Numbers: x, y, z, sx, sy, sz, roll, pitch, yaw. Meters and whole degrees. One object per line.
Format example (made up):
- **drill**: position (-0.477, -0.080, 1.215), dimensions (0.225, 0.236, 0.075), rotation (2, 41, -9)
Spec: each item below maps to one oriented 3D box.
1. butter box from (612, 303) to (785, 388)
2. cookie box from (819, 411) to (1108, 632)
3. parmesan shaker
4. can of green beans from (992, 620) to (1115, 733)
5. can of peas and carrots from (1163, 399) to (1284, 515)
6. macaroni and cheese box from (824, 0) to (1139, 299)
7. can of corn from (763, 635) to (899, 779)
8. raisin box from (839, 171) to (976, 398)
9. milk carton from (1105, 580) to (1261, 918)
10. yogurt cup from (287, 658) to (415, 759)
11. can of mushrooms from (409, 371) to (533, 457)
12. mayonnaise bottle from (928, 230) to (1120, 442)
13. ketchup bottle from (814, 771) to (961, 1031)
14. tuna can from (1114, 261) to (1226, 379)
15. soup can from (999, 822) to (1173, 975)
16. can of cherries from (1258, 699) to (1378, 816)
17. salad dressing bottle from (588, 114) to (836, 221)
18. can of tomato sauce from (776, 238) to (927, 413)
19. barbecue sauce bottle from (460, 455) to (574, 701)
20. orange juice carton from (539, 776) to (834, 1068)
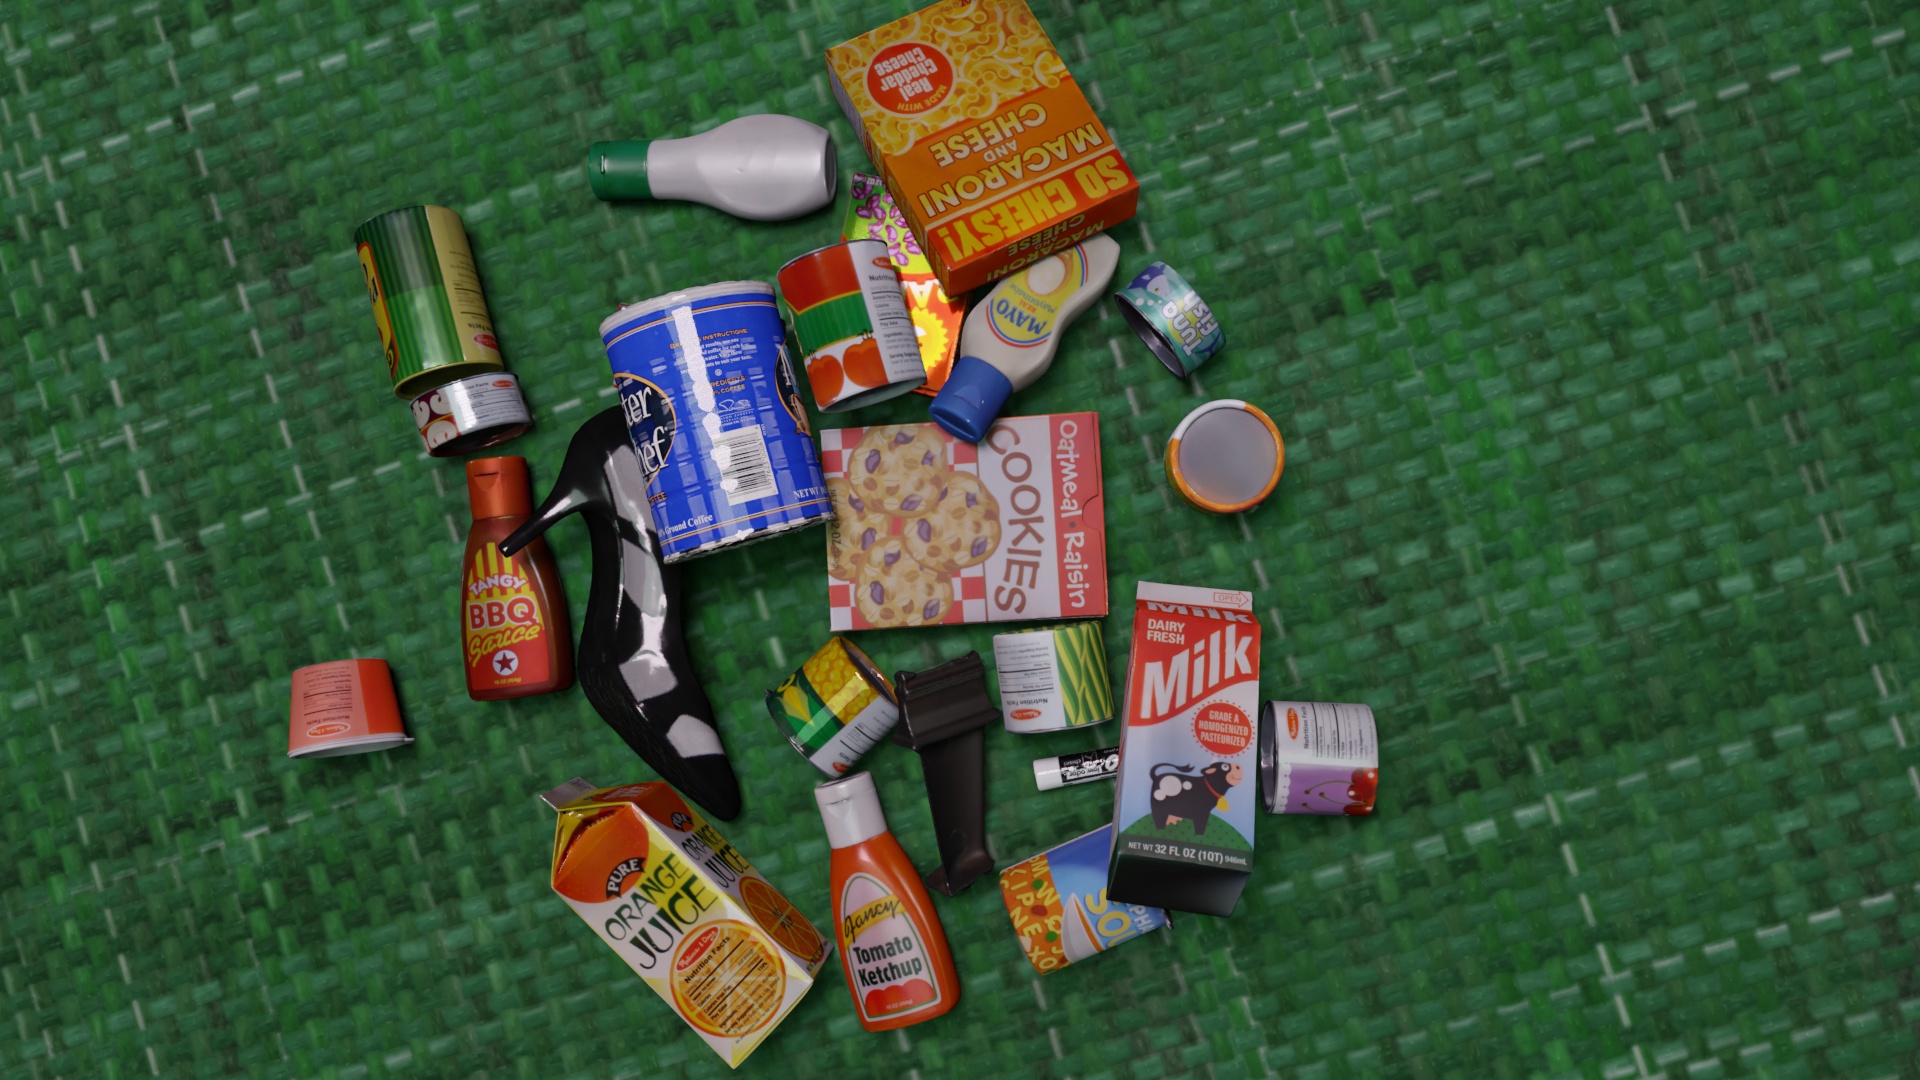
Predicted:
- **butter box**: position (-0.163, -0.117, 0.865), dimensions (0.103, 0.024, 0.053), rotation (5, 90, 5)
- **cookie box**: position (0.003, -0.011, 0.841), dimensions (0.167, 0.040, 0.123), rotation (-3, 88, 5)
- **parmesan shaker**: position (-0.328, -0.145, 0.859), dimensions (0.071, 0.071, 0.103), rotation (-18, 84, 4)
- **can of green beans**: position (0.055, 0.080, 0.823), dimensions (0.071, 0.071, 0.058), rotation (-8, 88, 5)
- **can of peas and carrots**: position (0.156, -0.046, 0.820), dimensions (0.071, 0.059, 0.071), rotation (0, 89, 5)
- **macaroni and cheese box**: position (0.012, -0.238, 0.815), dimensions (0.124, 0.040, 0.167), rotation (-25, 72, -7)
- **can of corn**: position (-0.075, 0.097, 0.834), dimensions (0.058, 0.071, 0.071), rotation (-42, 86, 3)
- **raisin box**: position (-0.034, -0.153, 0.848), dimensions (0.086, 0.040, 0.123), rotation (13, 91, 4)
- **milk carton**: position (0.129, 0.107, 0.790), dimensions (0.072, 0.073, 0.191), rotation (6, 56, 4)
- **yogurt cup**: position (-0.381, 0.104, 0.861), dimensions (0.072, 0.072, 0.054), rotation (-11, 80, 5)
- **can of mushrooms**: position (-0.302, -0.077, 0.857), dimensions (0.071, 0.071, 0.033), rotation (-21, 89, 4)
- **mayonnaise bottle**: position (0.034, -0.126, 0.821), dimensions (0.065, 0.041, 0.148), rotation (31, 74, 3)
- **ketchup bottle**: position (-0.050, 0.216, 0.840), dimensions (0.064, 0.043, 0.149), rotation (-18, 87, 13)
- **tuna can**: position (0.124, -0.130, 0.818), dimensions (0.033, 0.071, 0.071), rotation (-40, 86, 3)
- **soup can**: position (0.074, 0.211, 0.817), dimensions (0.084, 0.071, 0.071), rotation (-25, 87, 5)
- **can of cherries**: position (0.208, 0.128, 0.812), dimensions (0.058, 0.071, 0.071), rotation (1, 89, 4)
- **salad dressing bottle**: position (-0.153, -0.229, 0.857), dimensions (0.148, 0.044, 0.064), rotation (1, 91, 6)
- **can of tomato sauce**: position (-0.063, -0.121, 0.796), dimensions (0.071, 0.071, 0.083), rotation (-17, 88, 4)
- **barbecue sauce bottle**: position (-0.280, 0.023, 0.863), dimensions (0.065, 0.043, 0.148), rotation (-7, 88, 6)
- **orange juice carton**: position (-0.173, 0.214, 0.836), dimensions (0.193, 0.072, 0.073), rotation (43, 93, 4)
